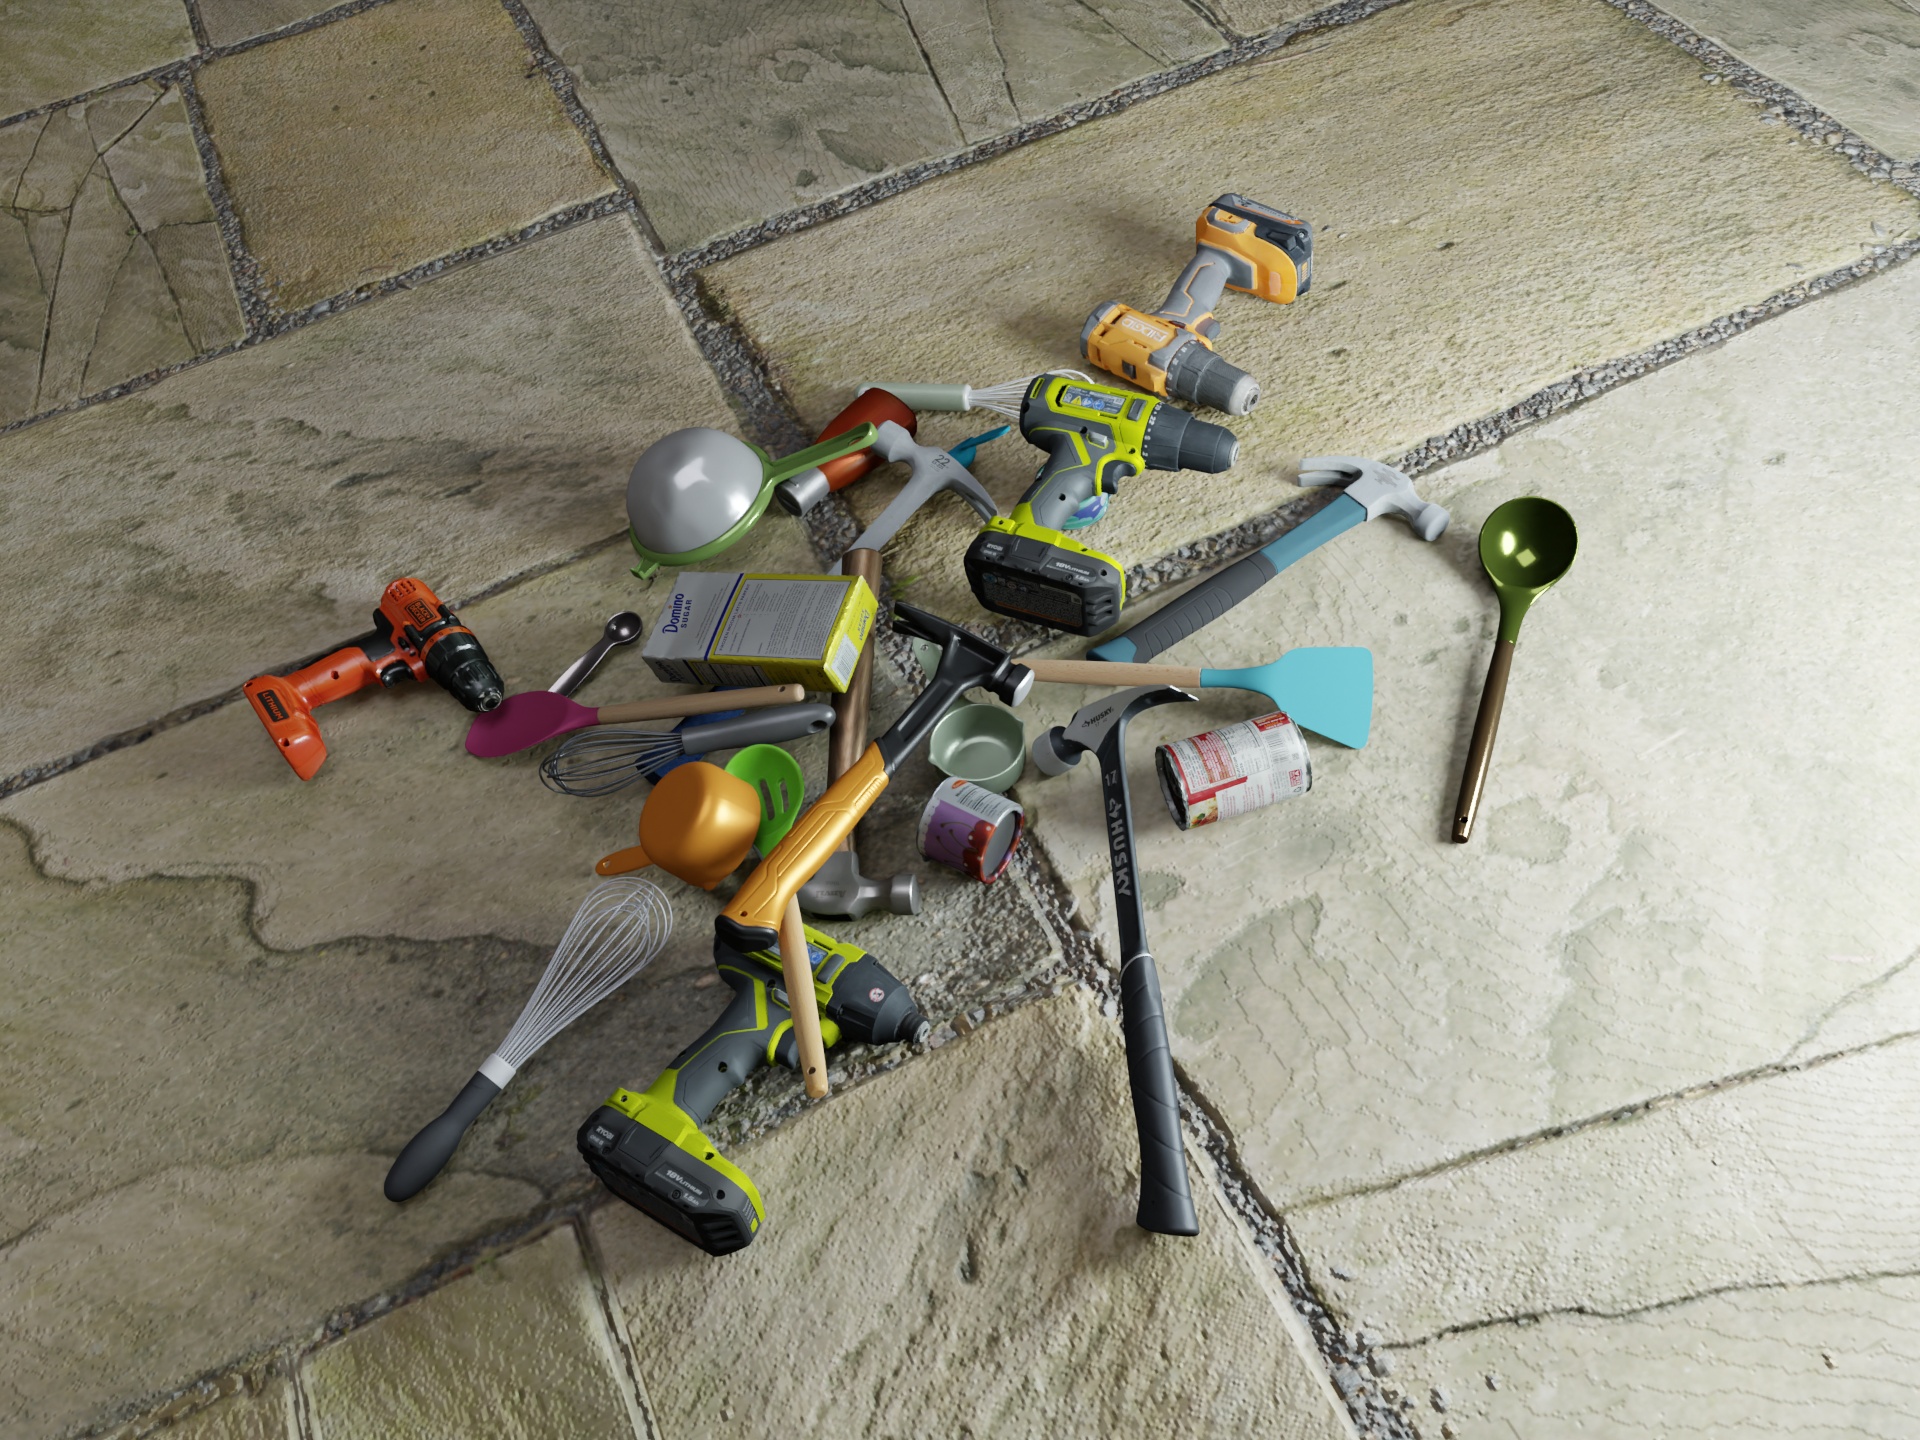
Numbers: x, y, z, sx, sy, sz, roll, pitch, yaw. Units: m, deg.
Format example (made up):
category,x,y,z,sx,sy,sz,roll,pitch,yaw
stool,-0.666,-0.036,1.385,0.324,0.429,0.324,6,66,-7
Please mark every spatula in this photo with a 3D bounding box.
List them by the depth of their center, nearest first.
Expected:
category,x,y,z,sx,sy,sz,roll,pitch,yaw
spatula,0.167,-0.031,1.271,0.317,0.044,0.082,4,79,13

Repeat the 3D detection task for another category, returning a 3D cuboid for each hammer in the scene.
category,x,y,z,sx,sy,sz,roll,pitch,yaw
hammer,0.126,0.156,1.119,0.149,0.036,0.409,-34,47,39
hammer,-0.078,0.041,1.183,0.127,0.034,0.337,29,52,13
hammer,-0.092,0.004,1.277,0.130,0.031,0.332,-4,60,10
hammer,0.249,-0.126,1.349,0.331,0.033,0.128,-32,56,-15
hammer,-0.126,-0.093,1.370,0.144,0.035,0.405,33,66,15

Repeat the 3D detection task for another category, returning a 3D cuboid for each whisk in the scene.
category,x,y,z,sx,sy,sz,roll,pitch,yaw
whisk,-0.316,0.228,1.156,0.070,0.070,0.285,28,66,26
whisk,-0.215,0.020,1.255,0.239,0.055,0.055,-11,52,2
whisk,0.015,-0.309,1.521,0.246,0.057,0.059,5,20,16

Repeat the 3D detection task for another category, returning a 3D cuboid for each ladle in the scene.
category,x,y,z,sx,sy,sz,roll,pitch,yaw
ladle,0.424,-0.046,1.249,0.078,0.062,0.320,12,58,20

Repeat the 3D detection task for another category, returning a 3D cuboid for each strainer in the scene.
category,x,y,z,sx,sy,sz,roll,pitch,yaw
strainer,-0.202,-0.233,1.437,0.256,0.069,0.152,-18,49,15

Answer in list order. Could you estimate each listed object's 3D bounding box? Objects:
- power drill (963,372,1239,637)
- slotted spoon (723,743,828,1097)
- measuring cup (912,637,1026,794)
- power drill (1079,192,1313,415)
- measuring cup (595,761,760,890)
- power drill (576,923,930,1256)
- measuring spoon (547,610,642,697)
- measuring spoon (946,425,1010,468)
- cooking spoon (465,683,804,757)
category,x,y,z,sx,sy,sz,roll,pitch,yaw
power drill,0.118,-0.188,1.353,0.190,0.080,0.229,17,63,17
slotted spoon,-0.127,0.136,1.139,0.070,0.031,0.314,-22,45,4
measuring cup,-0.002,-0.004,1.293,0.083,0.038,0.168,-22,51,-8
power drill,0.251,-0.391,1.524,0.185,0.084,0.226,33,68,28
measuring cup,-0.232,0.085,1.205,0.173,0.052,0.095,-18,53,31
power drill,-0.141,0.244,1.102,0.171,0.080,0.223,23,56,24
measuring spoon,-0.324,-0.046,1.391,0.034,0.018,0.124,32,70,28
measuring spoon,0.018,-0.245,1.440,0.042,0.021,0.129,-41,15,-20
cooking spoon,-0.273,-0.006,1.309,0.319,0.017,0.069,-6,50,21
